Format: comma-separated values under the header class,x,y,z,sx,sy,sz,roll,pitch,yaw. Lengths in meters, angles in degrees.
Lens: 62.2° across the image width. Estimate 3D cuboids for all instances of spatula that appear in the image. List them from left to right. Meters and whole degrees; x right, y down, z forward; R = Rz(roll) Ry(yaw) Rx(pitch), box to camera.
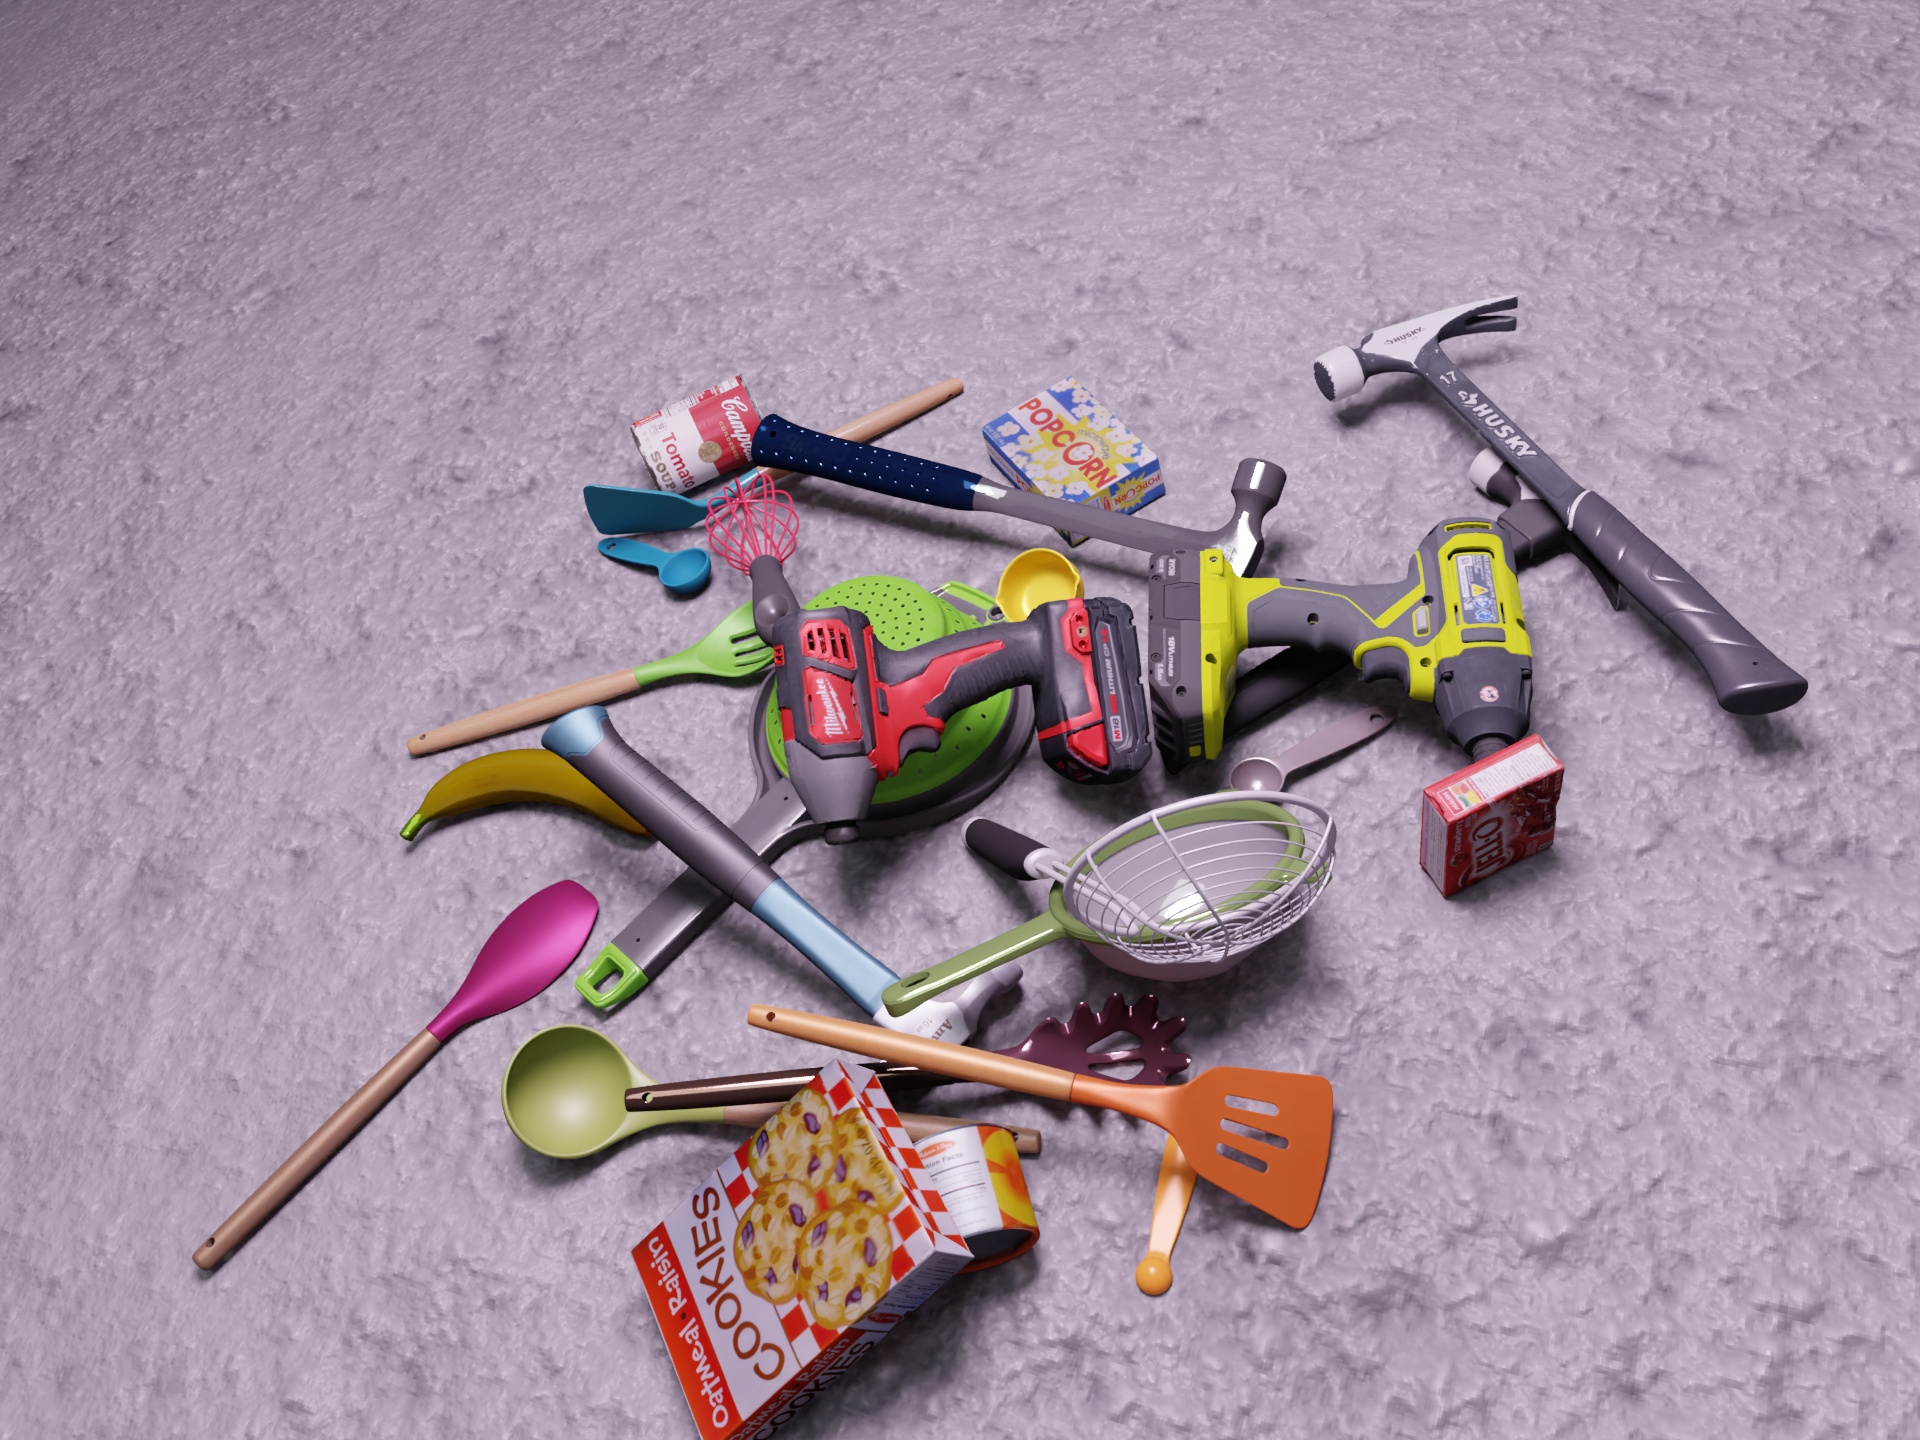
class,x,y,z,sx,sy,sz,roll,pitch,yaw
spatula,-0.143,-0.215,1.273,0.317,0.082,0.044,-26,72,-11
spatula,0.038,0.196,0.864,0.322,0.041,0.081,10,69,13

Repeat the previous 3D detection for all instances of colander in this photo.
class,x,y,z,sx,sy,sz,roll,pitch,yaw
colander,-0.111,0.024,1.046,0.205,0.094,0.397,32,67,34

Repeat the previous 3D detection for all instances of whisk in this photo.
class,x,y,z,sx,sy,sz,roll,pitch,yaw
whisk,-0.140,-0.112,1.127,0.073,0.073,0.296,-22,27,-2

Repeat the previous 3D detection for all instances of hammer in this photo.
class,x,y,z,sx,sy,sz,roll,pitch,yaw
hammer,-0.128,0.097,0.972,0.331,0.033,0.128,38,75,16
hammer,0.021,-0.156,1.145,0.406,0.035,0.144,18,84,26
hammer,0.271,-0.059,1.040,0.335,0.035,0.146,-30,50,-8
hammer,0.394,-0.149,1.029,0.149,0.036,0.409,-24,49,-4

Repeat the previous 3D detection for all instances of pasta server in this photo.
class,x,y,z,sx,sy,sz,roll,pitch,yaw
pasta server,-0.031,0.197,0.892,0.316,0.040,0.060,-5,69,-1

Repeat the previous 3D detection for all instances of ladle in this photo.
class,x,y,z,sx,sy,sz,roll,pitch,yaw
ladle,-0.113,0.225,0.916,0.320,0.062,0.078,2,67,14

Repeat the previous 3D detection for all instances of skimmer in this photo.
class,x,y,z,sx,sy,sz,roll,pitch,yaw
skimmer,0.069,0.059,0.850,0.127,0.090,0.363,0,5,-18

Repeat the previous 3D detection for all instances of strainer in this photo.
class,x,y,z,sx,sy,sz,roll,pitch,yaw
strainer,0.083,0.130,0.908,0.256,0.069,0.152,-24,18,-5

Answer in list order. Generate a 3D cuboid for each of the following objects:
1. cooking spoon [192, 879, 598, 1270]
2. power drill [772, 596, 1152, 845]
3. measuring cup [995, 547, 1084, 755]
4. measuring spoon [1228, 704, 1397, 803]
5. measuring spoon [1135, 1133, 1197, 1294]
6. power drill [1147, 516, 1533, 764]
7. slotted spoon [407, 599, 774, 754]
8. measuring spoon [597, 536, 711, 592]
class,x,y,z,sx,sy,sz,roll,pitch,yaw
cooking spoon,-0.355,0.220,1.013,0.069,0.017,0.319,29,65,33
power drill,-0.002,-0.003,0.976,0.219,0.078,0.143,-5,84,-14
measuring cup,0.065,-0.038,1.067,0.062,0.029,0.156,-14,78,23
measuring spoon,0.224,0.022,1.006,0.124,0.018,0.034,-26,50,-13
measuring spoon,0.115,0.250,0.856,0.021,0.011,0.117,7,55,21
power drill,0.228,-0.040,0.968,0.223,0.080,0.171,-2,55,11
slotted spoon,-0.262,-0.026,1.175,0.314,0.031,0.070,-17,49,5
measuring spoon,-0.242,-0.123,1.255,0.129,0.021,0.042,19,59,38
